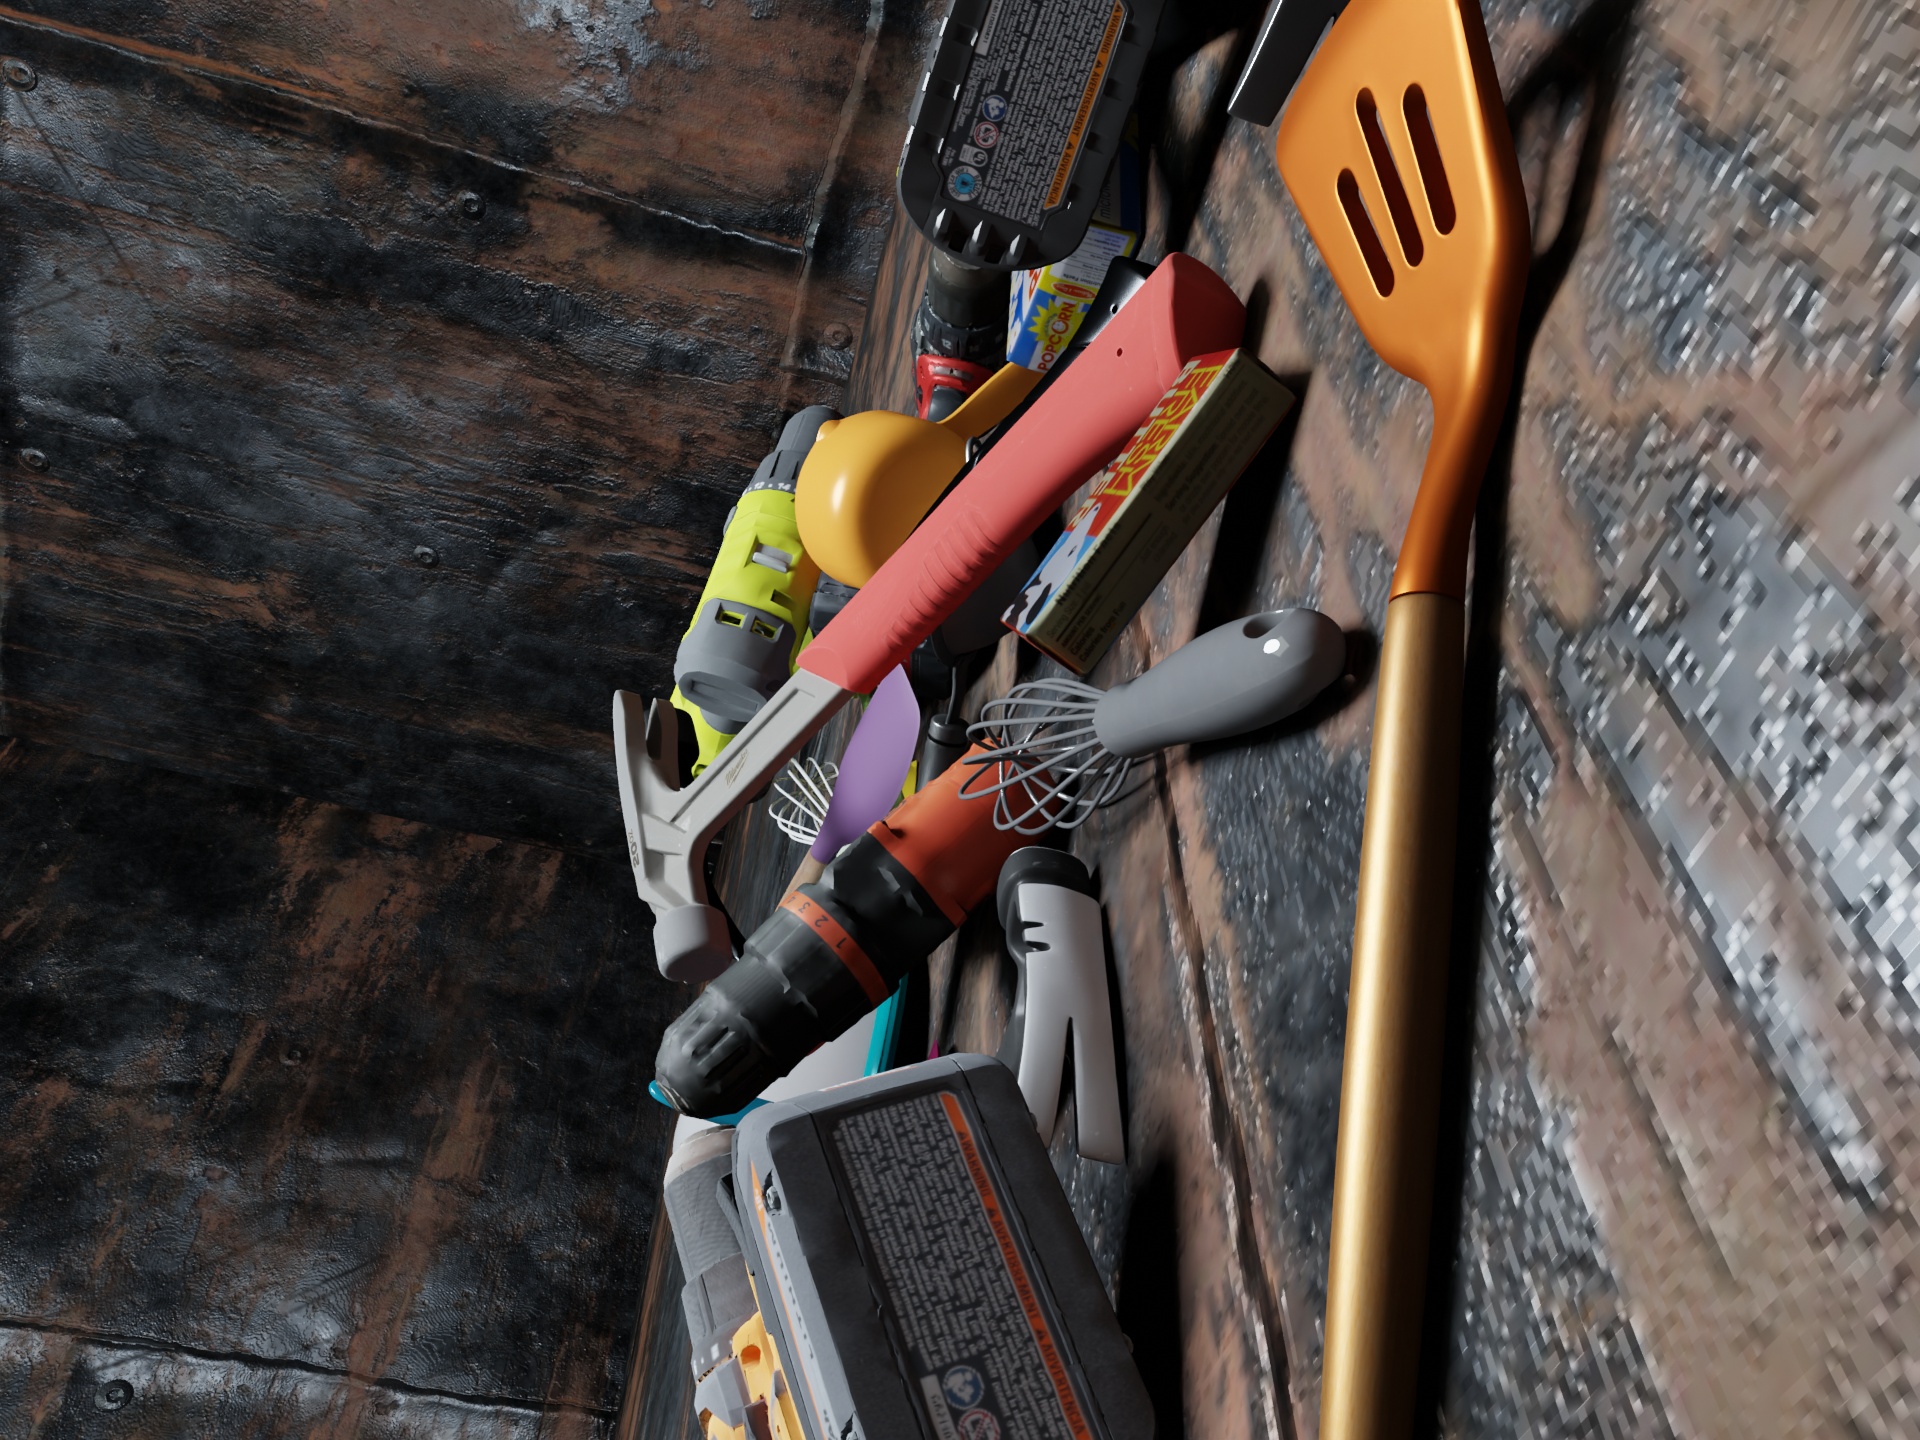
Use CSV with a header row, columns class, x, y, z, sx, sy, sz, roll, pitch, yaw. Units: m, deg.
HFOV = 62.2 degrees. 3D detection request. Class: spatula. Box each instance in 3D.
class,x,y,z,sx,sy,sz,roll,pitch,yaw
spatula,0.080,-0.001,0.309,0.081,0.041,0.323,133,148,-70
spatula,-0.084,0.092,0.888,0.315,0.018,0.060,-60,40,40

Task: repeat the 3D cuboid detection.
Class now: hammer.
class,x,y,z,sx,sy,sz,roll,pitch,yaw
hammer,-0.014,0.211,0.578,0.127,0.034,0.336,-90,16,-57
hammer,-0.031,-0.046,0.615,0.359,0.036,0.149,-43,48,34
hammer,0.098,-0.272,0.582,0.335,0.035,0.146,-117,41,-75
hammer,-0.035,-0.041,0.684,0.409,0.036,0.149,-45,52,39

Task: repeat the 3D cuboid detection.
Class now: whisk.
class,x,y,z,sx,sy,sz,roll,pitch,yaw
whisk,0.048,0.001,0.474,0.239,0.055,0.055,151,131,-71
whisk,-0.062,0.072,0.916,0.059,0.058,0.246,67,168,-22

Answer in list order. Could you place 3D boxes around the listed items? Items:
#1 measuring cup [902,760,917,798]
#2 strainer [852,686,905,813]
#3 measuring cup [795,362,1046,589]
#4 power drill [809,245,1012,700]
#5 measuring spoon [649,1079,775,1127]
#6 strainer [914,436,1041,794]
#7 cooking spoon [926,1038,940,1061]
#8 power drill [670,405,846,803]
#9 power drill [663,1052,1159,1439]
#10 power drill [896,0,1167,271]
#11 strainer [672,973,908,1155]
class,x,y,z,sx,sy,sz,roll,pitch,yaw
measuring cup,-0.044,0.065,0.947,0.157,0.029,0.062,-104,28,-73
strainer,-0.036,-0.049,0.988,0.151,0.069,0.257,99,163,-52
measuring cup,0.002,-0.129,0.764,0.173,0.095,0.052,-42,30,-11
power drill,-0.015,-0.142,0.865,0.187,0.080,0.227,97,-173,-76
measuring spoon,-0.061,0.156,0.636,0.042,0.128,0.021,-76,0,-68
strainer,-0.001,-0.002,0.755,0.087,0.050,0.258,-29,-44,-61
cooking spoon,-0.049,0.294,0.710,0.069,0.017,0.319,-104,28,-81
power drill,-0.119,-0.061,0.947,0.228,0.080,0.191,120,168,-62
power drill,-0.038,0.179,0.474,0.186,0.084,0.226,65,152,29
power drill,0.026,-0.291,0.685,0.223,0.080,0.171,-92,20,-62
strainer,-0.096,0.218,0.769,0.340,0.095,0.211,-90,16,-76
